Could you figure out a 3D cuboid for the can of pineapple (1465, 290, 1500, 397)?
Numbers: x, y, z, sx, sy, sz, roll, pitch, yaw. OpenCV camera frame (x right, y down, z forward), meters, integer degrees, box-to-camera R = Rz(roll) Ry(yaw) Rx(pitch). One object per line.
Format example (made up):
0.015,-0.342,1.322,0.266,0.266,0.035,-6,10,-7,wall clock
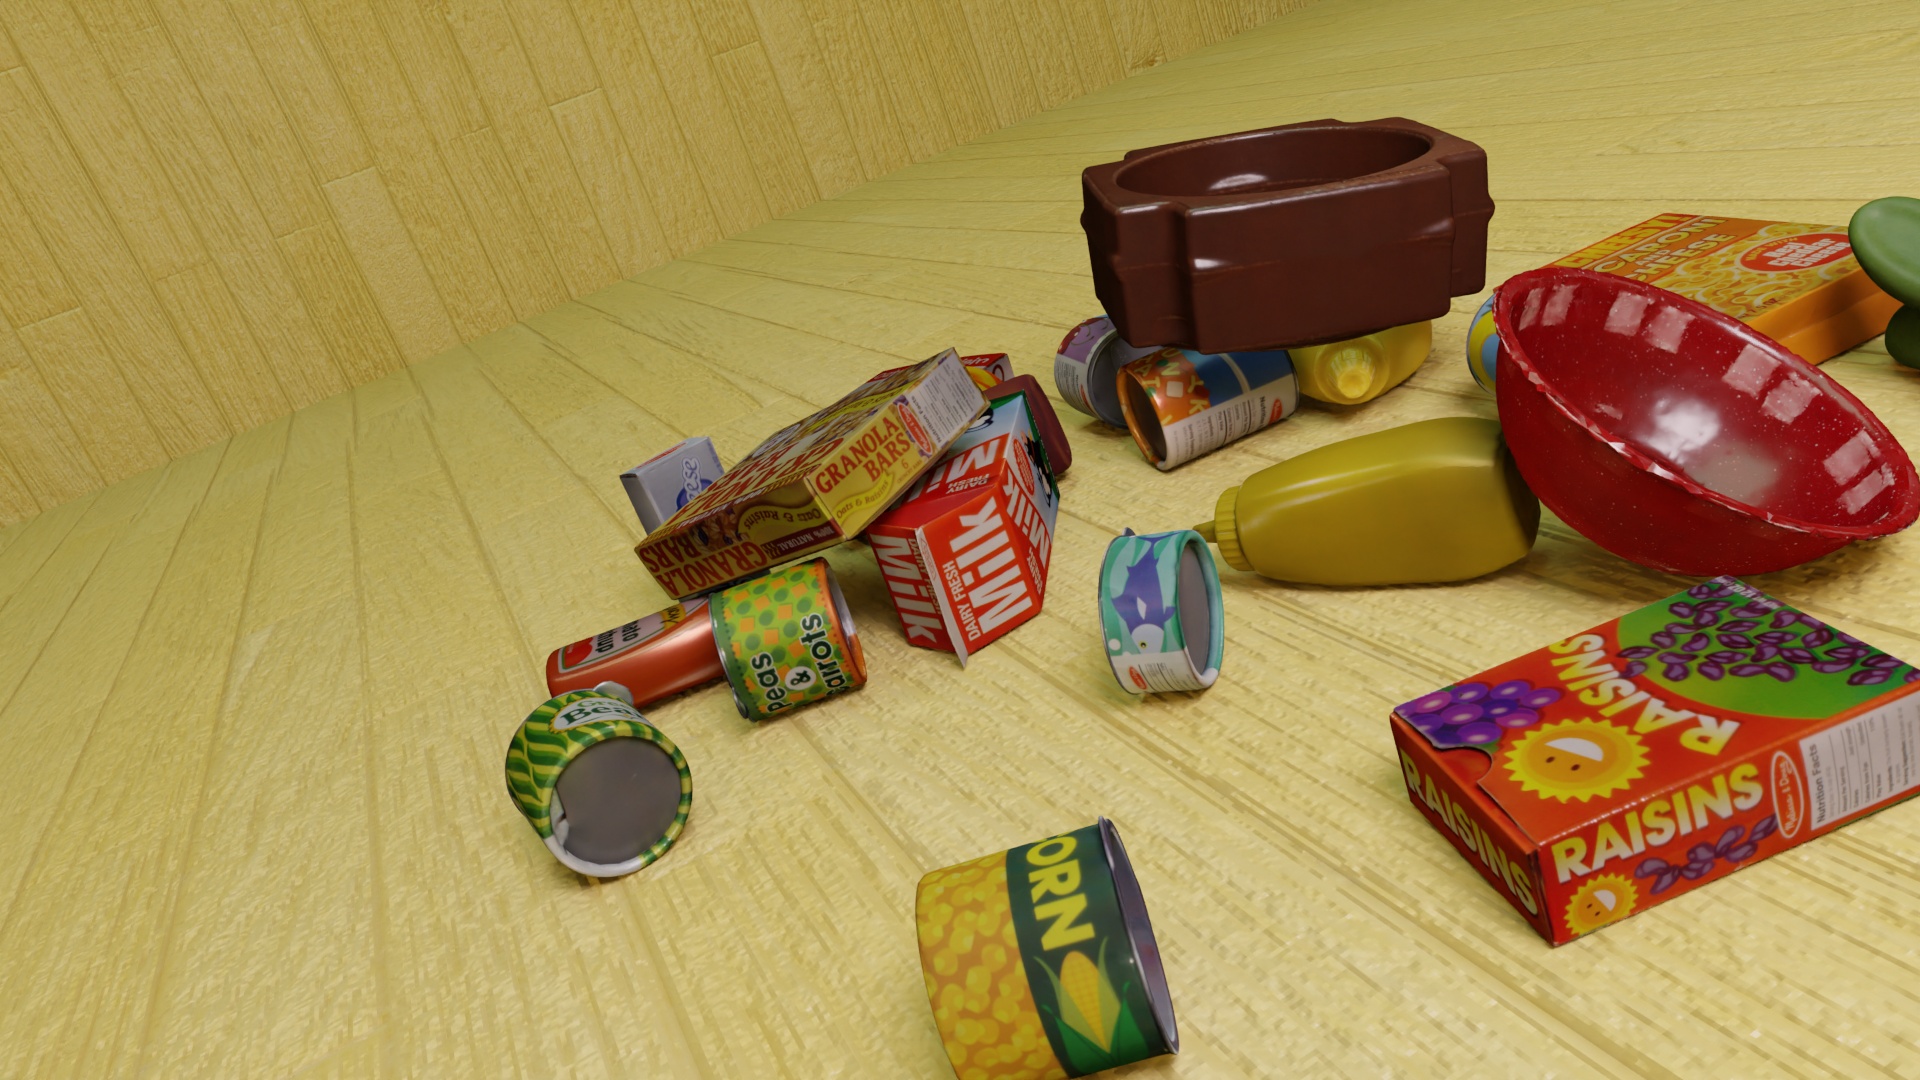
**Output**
0.291,-0.093,0.679,0.071,0.070,0.058,-19,21,3,can of pineapple

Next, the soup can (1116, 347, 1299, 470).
0.140,-0.088,0.800,0.084,0.071,0.071,-24,21,-9,soup can

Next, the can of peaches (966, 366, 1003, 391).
0.004,-0.073,0.891,0.071,0.071,0.058,-15,20,12,can of peaches

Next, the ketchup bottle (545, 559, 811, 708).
-0.141,0.054,0.737,0.149,0.043,0.065,-21,15,-5,ketchup bottle

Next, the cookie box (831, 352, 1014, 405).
-0.052,-0.081,0.992,0.123,0.040,0.168,-2,27,39,cookie box

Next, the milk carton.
0.003,-0.009,0.723,0.073,0.072,0.191,-15,22,14,milk carton

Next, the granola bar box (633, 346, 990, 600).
-0.078,-0.031,0.718,0.165,0.039,0.125,-17,22,48,granola bar box

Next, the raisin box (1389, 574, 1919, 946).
0.206,0.061,0.416,0.123,0.040,0.086,-22,22,-3,raisin box

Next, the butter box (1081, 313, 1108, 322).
0.137,-0.160,1.042,0.103,0.024,0.053,-11,22,21,butter box

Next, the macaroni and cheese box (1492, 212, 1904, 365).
0.382,-0.126,0.720,0.124,0.040,0.167,-24,22,-10,macaroni and cheese box

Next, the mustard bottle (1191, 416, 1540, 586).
0.163,-0.012,0.604,0.160,0.065,0.049,-8,28,38,mustard bottle

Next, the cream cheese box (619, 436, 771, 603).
-0.149,-0.003,0.800,0.024,0.103,0.053,-3,25,48,cream cheese box

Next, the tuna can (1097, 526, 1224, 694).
0.083,0.027,0.568,0.033,0.071,0.071,-7,24,26,tuna can

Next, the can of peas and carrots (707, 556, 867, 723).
-0.082,0.048,0.667,0.059,0.070,0.071,-20,21,0,can of peas and carrots

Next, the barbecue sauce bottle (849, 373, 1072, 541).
-0.011,-0.044,0.841,0.148,0.064,0.044,-24,23,14,barbecue sauce bottle

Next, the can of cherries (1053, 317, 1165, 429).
0.103,-0.109,0.891,0.071,0.071,0.058,-24,20,-12,can of cherries

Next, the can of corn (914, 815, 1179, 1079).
0.024,0.117,0.395,0.058,0.071,0.071,-18,21,7,can of corn

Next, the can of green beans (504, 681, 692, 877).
-0.155,0.103,0.595,0.071,0.071,0.058,-29,23,-23,can of green beans
